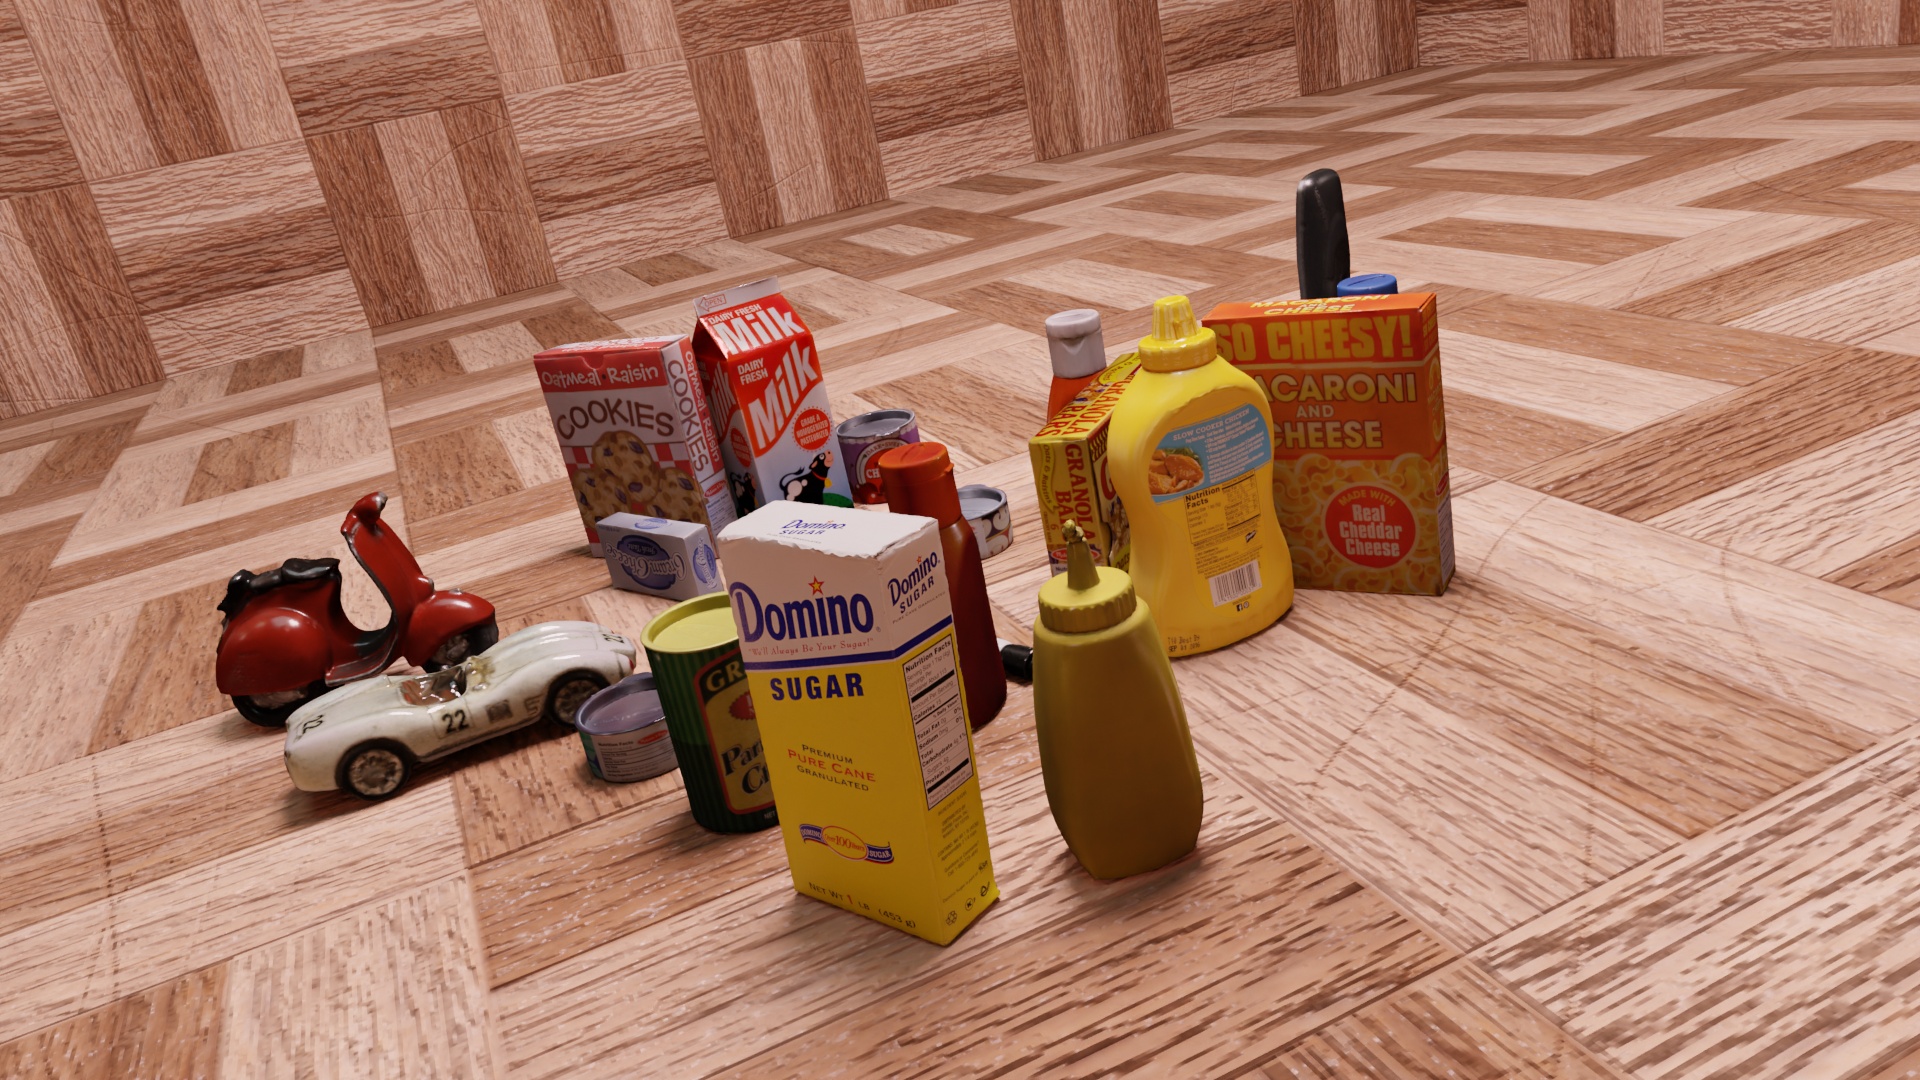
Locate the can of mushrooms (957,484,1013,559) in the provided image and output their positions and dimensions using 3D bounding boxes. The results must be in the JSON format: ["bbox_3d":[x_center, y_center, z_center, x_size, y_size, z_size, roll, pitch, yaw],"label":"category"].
[{"bbox_3d":[0.003,-0.012,0.970,0.071,0.033,0.071,-10,21,4],"label":"can of mushrooms"}]

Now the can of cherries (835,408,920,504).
[{"bbox_3d":[-0.063,-0.067,1.106,0.071,0.058,0.072,-10,21,4],"label":"can of cherries"}]

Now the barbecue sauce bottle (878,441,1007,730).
[{"bbox_3d":[-0.010,0.023,0.730,0.043,0.148,0.065,-4,22,20],"label":"barbecue sauce bottle"}]

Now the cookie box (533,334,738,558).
[{"bbox_3d":[-0.244,-0.069,1.054,0.123,0.166,0.040,0,24,27],"label":"cookie box"}]

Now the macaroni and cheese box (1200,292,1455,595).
[{"bbox_3d":[0.209,-0.054,0.789,0.123,0.165,0.040,2,25,31],"label":"macaroni and cheese box"}]

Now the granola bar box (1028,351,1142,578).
[{"bbox_3d":[0.098,-0.033,0.851,0.039,0.123,0.166,-1,24,27],"label":"granola bar box"}]

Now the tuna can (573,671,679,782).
[{"bbox_3d":[-0.178,0.103,0.773,0.071,0.032,0.071,-10,21,4],"label":"tuna can"}]

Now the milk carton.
[{"bbox_3d":[-0.146,-0.098,1.047,0.072,0.189,0.073,-23,24,-28],"label":"milk carton"}]

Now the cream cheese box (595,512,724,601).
[{"bbox_3d":[-0.215,0.012,0.992,0.104,0.053,0.024,7,28,40],"label":"cream cheese box"}]

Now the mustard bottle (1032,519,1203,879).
[{"bbox_3d":[0.061,0.063,0.579,0.065,0.159,0.049,-14,21,-8],"label":"mustard bottle"}]

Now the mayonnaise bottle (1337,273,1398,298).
[{"bbox_3d":[0.266,-0.094,0.887,0.065,0.147,0.041,-18,22,-16],"label":"mayonnaise bottle"}]

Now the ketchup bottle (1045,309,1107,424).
[{"bbox_3d":[0.087,-0.081,0.943,0.065,0.148,0.044,-7,21,11],"label":"ketchup bottle"}]

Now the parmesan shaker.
[{"bbox_3d":[-0.111,0.084,0.691,0.071,0.102,0.071,-10,21,4],"label":"parmesan shaker"}]
